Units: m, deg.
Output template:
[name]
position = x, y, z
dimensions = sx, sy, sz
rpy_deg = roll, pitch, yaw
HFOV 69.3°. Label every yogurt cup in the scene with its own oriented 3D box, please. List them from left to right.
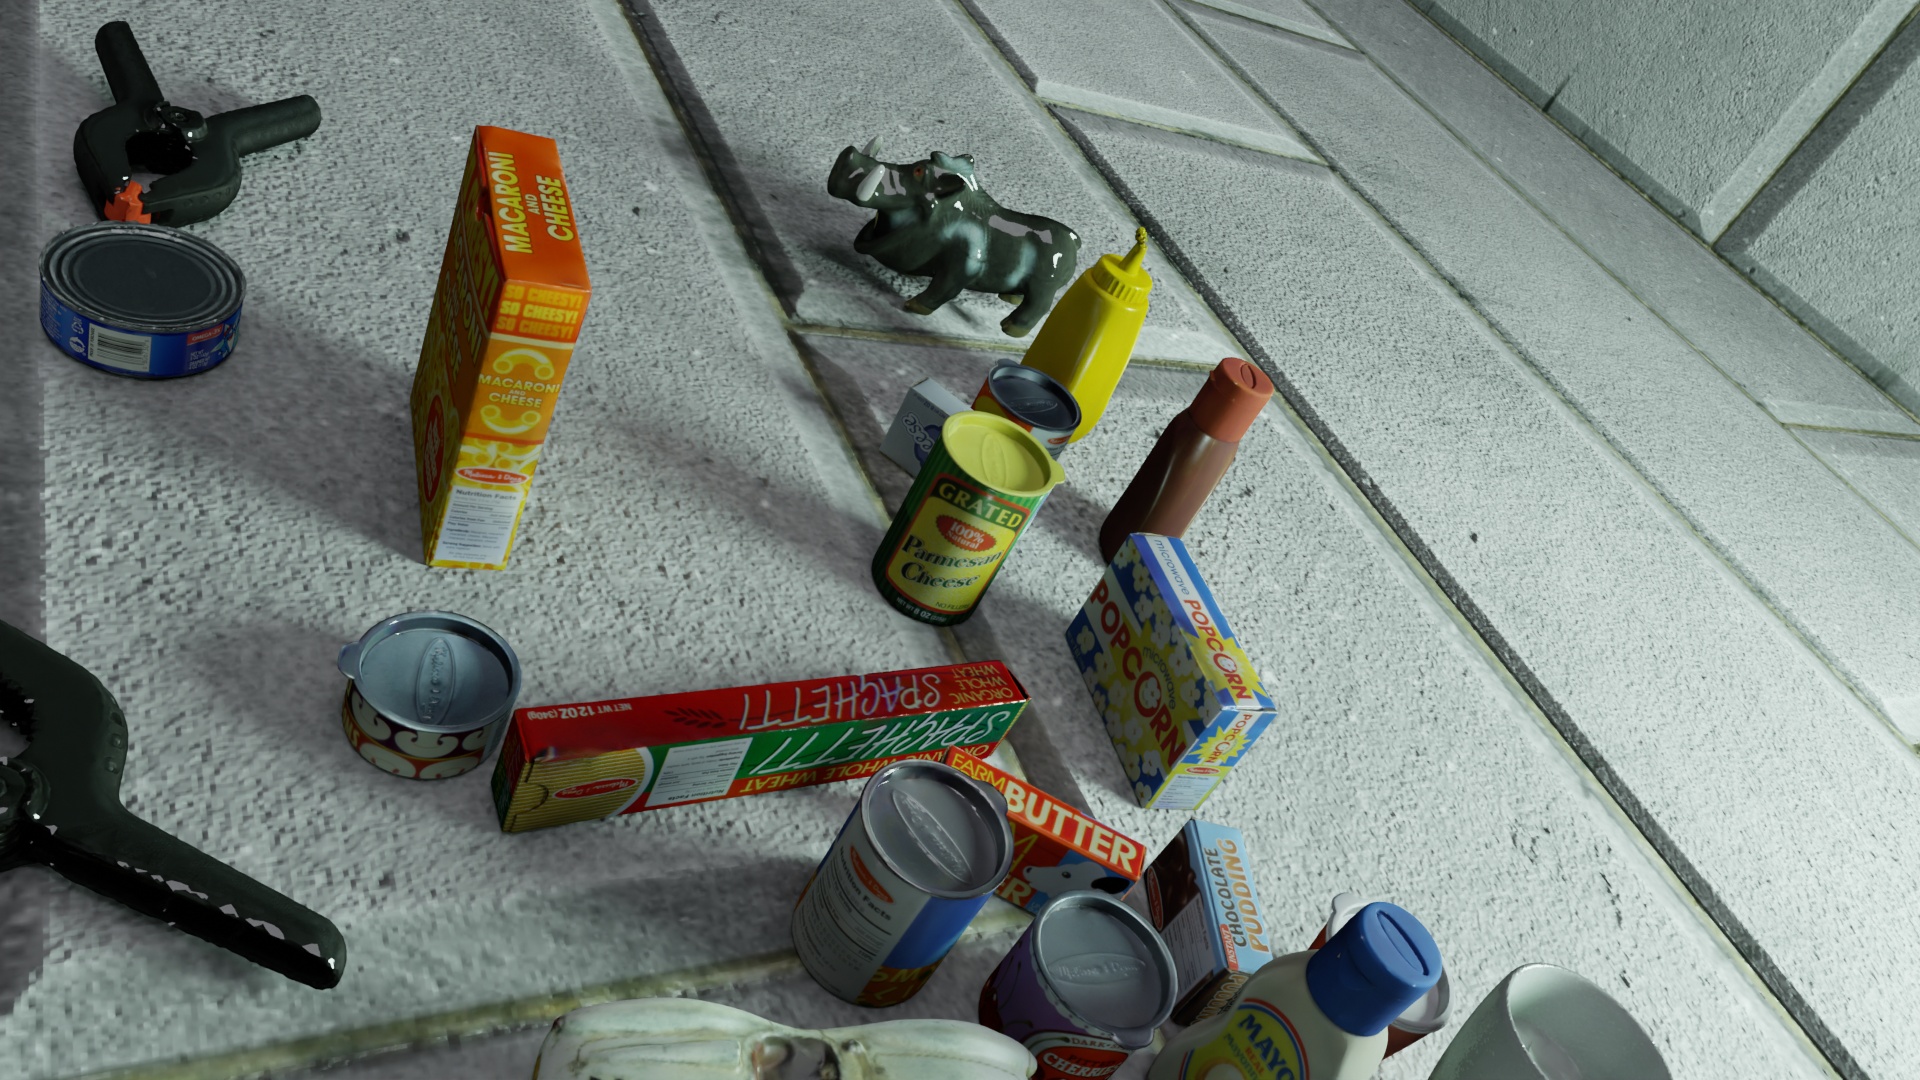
[yogurt cup]
position = 0.190, 0.213, 0.656
dimensions = 0.072, 0.053, 0.073
rpy_deg = 19, 37, -15

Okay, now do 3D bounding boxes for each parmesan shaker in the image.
[parmesan shaker]
position = 0.003, -0.009, 0.756
dimensions = 0.071, 0.102, 0.072
rpy_deg = 19, 37, -15

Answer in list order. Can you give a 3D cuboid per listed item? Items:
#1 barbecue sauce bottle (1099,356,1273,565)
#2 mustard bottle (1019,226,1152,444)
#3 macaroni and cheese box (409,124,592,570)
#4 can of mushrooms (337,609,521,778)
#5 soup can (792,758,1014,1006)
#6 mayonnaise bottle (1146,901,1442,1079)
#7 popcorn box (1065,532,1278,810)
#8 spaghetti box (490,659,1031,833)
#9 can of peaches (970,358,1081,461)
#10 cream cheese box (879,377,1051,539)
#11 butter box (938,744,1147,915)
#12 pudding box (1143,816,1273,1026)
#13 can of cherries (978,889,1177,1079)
[barbecue sauce bottle]
position = 0.137, -0.045, 0.851
dimensions = 0.044, 0.147, 0.065
rpy_deg = 22, 36, -11
[mustard bottle]
position = 0.088, -0.138, 0.921
dimensions = 0.049, 0.159, 0.065
rpy_deg = -1, 46, -35
[macaroni and cheese box]
position = -0.219, -0.087, 0.644
dimensions = 0.040, 0.165, 0.124
rpy_deg = 5, 42, -30
[can of mushrooms]
position = -0.221, 0.063, 0.574
dimensions = 0.071, 0.033, 0.071
rpy_deg = 19, 37, -15
[soup can]
position = -0.023, 0.141, 0.573
dimensions = 0.071, 0.083, 0.072
rpy_deg = 19, 37, -15
[mayonnaise bottle]
position = 0.132, 0.199, 0.554
dimensions = 0.041, 0.147, 0.065
rpy_deg = -5, 48, -38
[popcorn box]
position = 0.109, 0.069, 0.748
dimensions = 0.038, 0.084, 0.127
rpy_deg = 6, 42, -29
[spaghetti box]
position = -0.080, 0.089, 0.625
dimensions = 0.251, 0.050, 0.029
rpy_deg = -2, 46, -36
[can of peaches]
position = 0.035, -0.073, 0.892
dimensions = 0.071, 0.057, 0.071
rpy_deg = 19, 37, -15
[cream cheese box]
position = 0.004, -0.047, 0.845
dimensions = 0.104, 0.053, 0.024
rpy_deg = 37, 36, 11
[butter box]
position = 0.027, 0.139, 0.636
dimensions = 0.103, 0.052, 0.024
rpy_deg = 28, 36, -2
[pudding box]
position = 0.115, 0.178, 0.651
dimensions = 0.030, 0.049, 0.084
rpy_deg = 16, 38, -18
[can of cherries]
position = 0.048, 0.192, 0.581
dimensions = 0.071, 0.058, 0.072
rpy_deg = 19, 37, -15
